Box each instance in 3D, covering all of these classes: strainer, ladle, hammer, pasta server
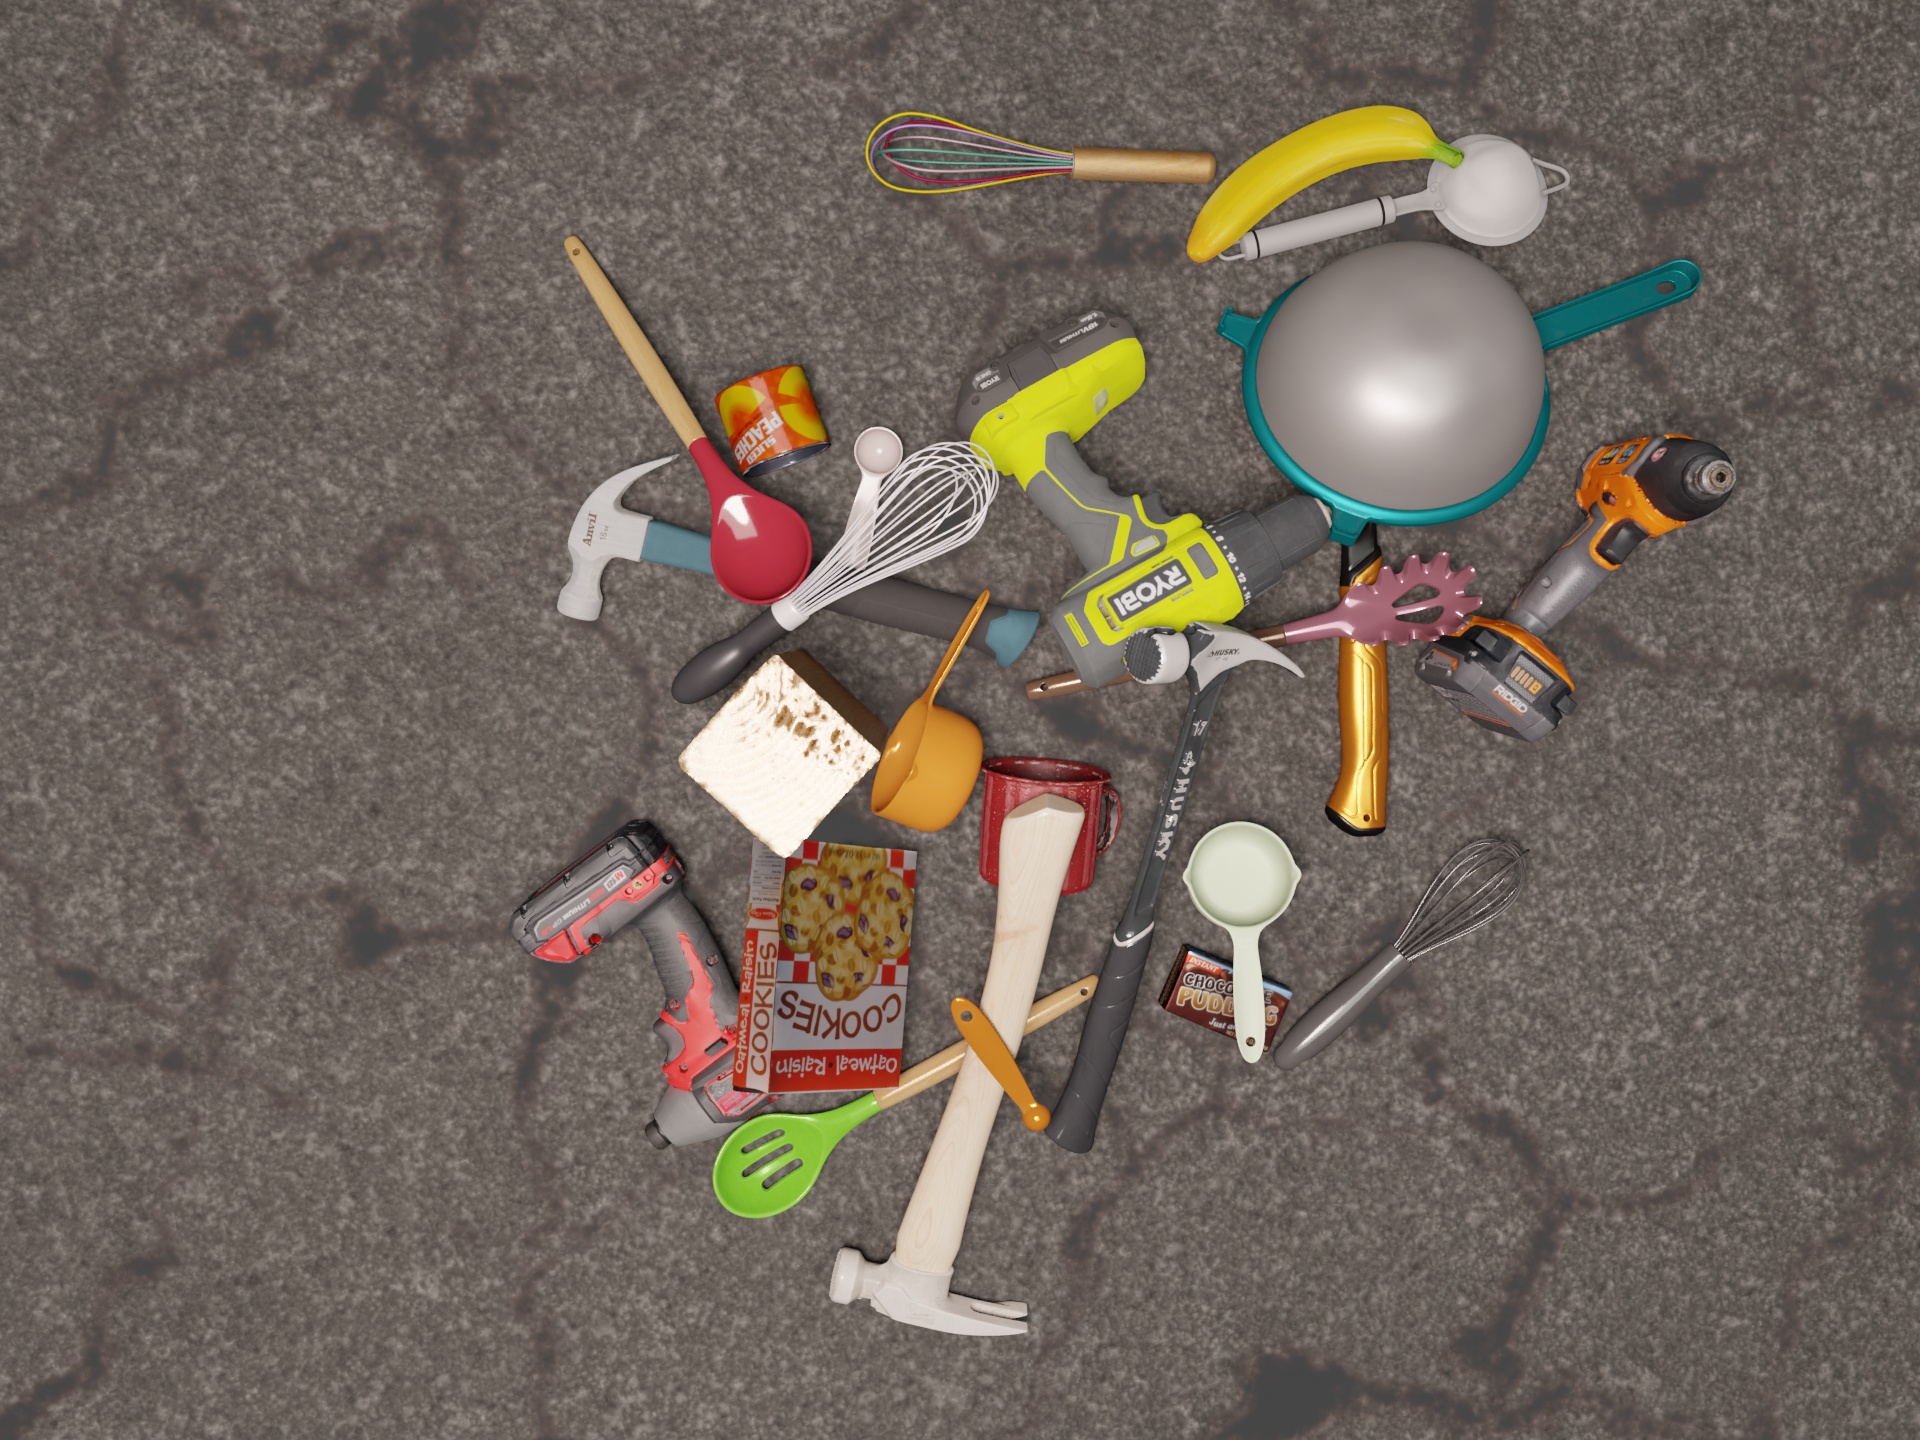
[{"bbox_3d":[0.306,-0.360,1.115,0.258,0.050,0.087,-14,78,3],"label":"strainer"},{"bbox_3d":[-0.192,-0.207,1.076,0.069,0.031,0.315,-32,76,0],"label":"ladle"},{"bbox_3d":[0.025,0.246,1.100,0.146,0.038,0.410,14,108,-4],"label":"hammer"},{"bbox_3d":[0.199,-0.055,1.108,0.316,0.040,0.060,-12,81,9],"label":"pasta server"},{"bbox_3d":[-0.109,-0.097,1.117,0.331,0.033,0.128,14,103,-4],"label":"hammer"},{"bbox_3d":[0.293,-0.085,1.134,0.127,0.034,0.337,-1,94,0],"label":"hammer"},{"bbox_3d":[0.359,-0.265,1.064,0.340,0.095,0.211,-21,71,-7],"label":"strainer"},{"bbox_3d":[0.126,0.124,1.083,0.149,0.036,0.408,-5,118,-40],"label":"hammer"}]

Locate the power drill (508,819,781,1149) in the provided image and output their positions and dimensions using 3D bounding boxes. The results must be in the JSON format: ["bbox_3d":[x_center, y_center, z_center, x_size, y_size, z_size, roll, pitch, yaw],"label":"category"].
[{"bbox_3d":[-0.210,0.192,1.120,0.143,0.078,0.219,-37,97,1],"label":"power drill"}]

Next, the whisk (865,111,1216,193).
[{"bbox_3d":[0.056,-0.392,1.104,0.245,0.051,0.047,1,88,-5],"label":"whisk"}]

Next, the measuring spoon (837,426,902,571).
[{"bbox_3d":[-0.069,-0.148,1.133,0.034,0.018,0.124,14,100,-3],"label":"measuring spoon"}]

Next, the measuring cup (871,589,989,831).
[{"bbox_3d":[-0.002,-0.004,1.101,0.052,0.095,0.173,26,96,-16],"label":"measuring cup"}]

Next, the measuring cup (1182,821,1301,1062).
[{"bbox_3d":[0.200,0.157,1.130,0.083,0.038,0.168,-2,82,2],"label":"measuring cup"}]

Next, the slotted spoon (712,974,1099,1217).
[{"bbox_3d":[-0.036,0.265,1.152,0.314,0.031,0.070,-28,94,-1],"label":"slotted spoon"}]

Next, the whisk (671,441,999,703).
[{"bbox_3d":[-0.090,-0.090,1.066,0.284,0.070,0.070,-35,94,20],"label":"whisk"}]

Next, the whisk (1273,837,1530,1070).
[{"bbox_3d":[0.317,0.170,1.146,0.239,0.055,0.055,-44,94,5],"label":"whisk"}]

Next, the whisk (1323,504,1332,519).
[{"bbox_3d":[0.206,-0.118,1.094,0.246,0.058,0.059,-32,103,-1],"label":"whisk"}]

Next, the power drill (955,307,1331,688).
[{"bbox_3d":[0.116,-0.156,1.061,0.190,0.080,0.229,-29,71,0],"label":"power drill"}]

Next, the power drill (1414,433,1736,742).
[{"bbox_3d":[0.421,-0.097,1.073,0.084,0.164,0.226,38,94,-4],"label":"power drill"}]

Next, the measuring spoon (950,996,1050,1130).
[{"bbox_3d":[0.027,0.233,1.071,0.021,0.011,0.116,-30,106,9],"label":"measuring spoon"}]
